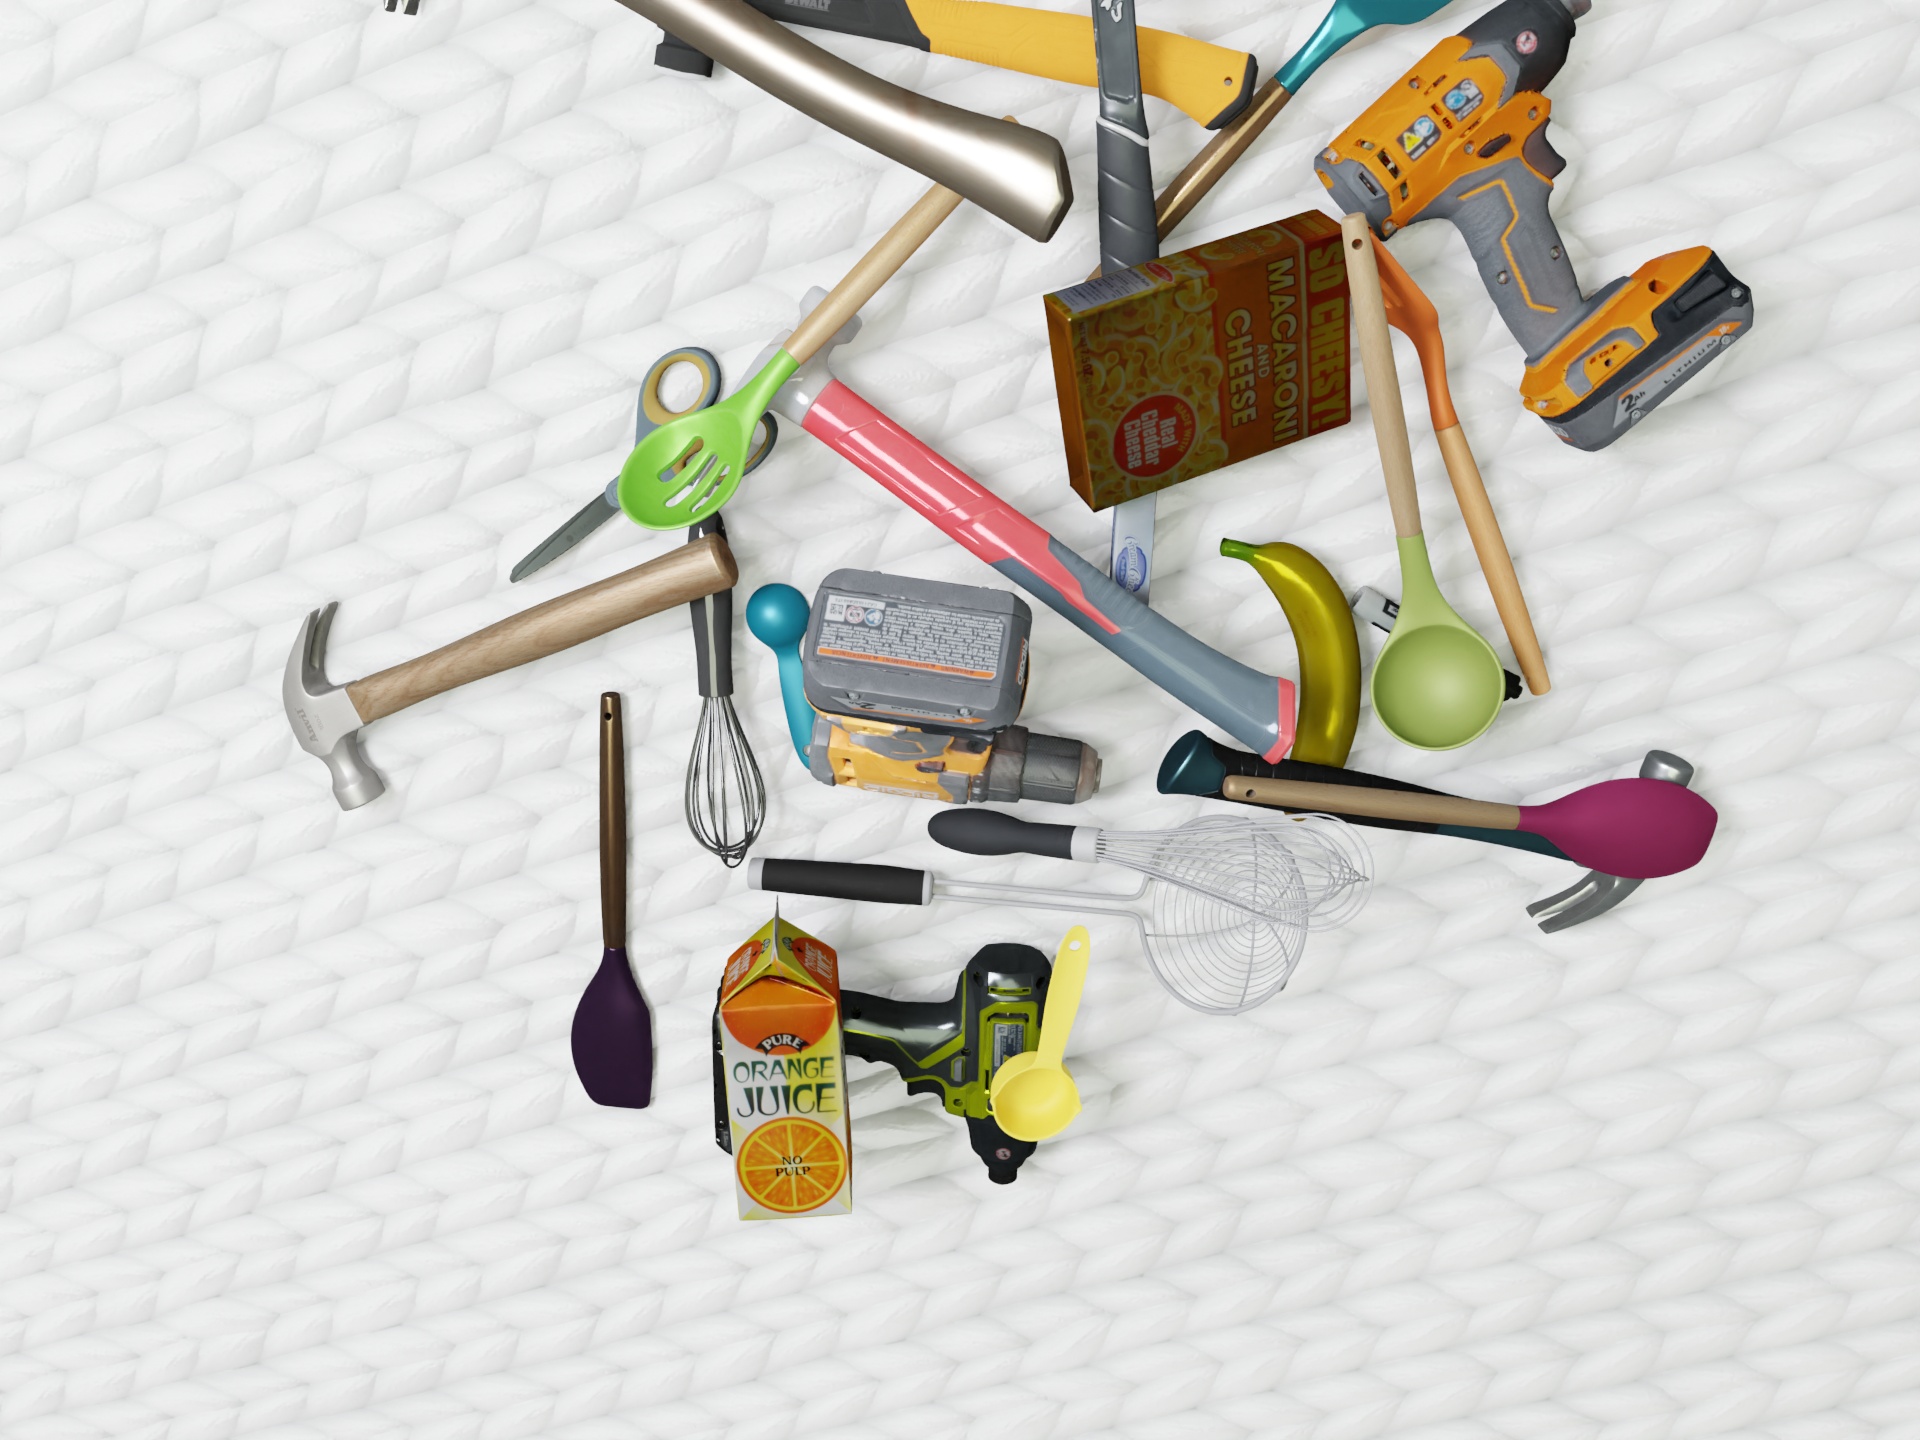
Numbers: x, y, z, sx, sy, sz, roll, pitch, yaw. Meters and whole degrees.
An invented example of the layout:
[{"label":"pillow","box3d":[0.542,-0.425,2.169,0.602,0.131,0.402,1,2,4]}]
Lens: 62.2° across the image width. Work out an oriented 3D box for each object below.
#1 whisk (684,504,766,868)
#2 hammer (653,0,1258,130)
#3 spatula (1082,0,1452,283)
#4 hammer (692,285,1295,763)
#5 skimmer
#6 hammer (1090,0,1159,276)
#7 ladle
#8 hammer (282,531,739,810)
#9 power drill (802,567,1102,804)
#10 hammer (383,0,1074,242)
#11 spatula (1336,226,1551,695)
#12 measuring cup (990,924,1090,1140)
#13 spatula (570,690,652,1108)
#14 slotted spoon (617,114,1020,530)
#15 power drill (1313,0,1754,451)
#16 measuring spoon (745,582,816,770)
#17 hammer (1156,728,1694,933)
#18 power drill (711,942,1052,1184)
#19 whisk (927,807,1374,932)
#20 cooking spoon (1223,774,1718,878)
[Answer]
[{"label":"whisk","box3d":[-0.155,-0.020,1.025,0.055,0.055,0.239,0,104,5]},{"label":"hammer","box3d":[-0.001,-0.391,0.877,0.337,0.034,0.127,14,110,5]},{"label":"spatula","box3d":[0.165,-0.338,0.904,0.082,0.044,0.317,42,111,-9]},{"label":"hammer","box3d":[0.026,-0.087,0.934,0.386,0.038,0.143,37,96,5]},{"label":"skimmer","box3d":[0.036,0.114,1.027,0.363,0.090,0.127,4,86,5]},{"label":"hammer","box3d":[0.079,-0.334,0.845,0.149,0.036,0.408,0,126,13]},{"label":"ladle","box3d":[0.252,-0.126,0.903,0.078,0.062,0.320,-10,117,16]},{"label":"hammer","box3d":[-0.292,-0.050,1.014,0.331,0.031,0.130,-19,105,17]},{"label":"power drill","box3d":[-0.001,-0.003,0.937,0.185,0.226,0.084,9,71,2]},{"label":"hammer","box3d":[-0.127,-0.365,0.866,0.410,0.038,0.146,31,114,4]},{"label":"spatula","box3d":[0.288,-0.149,0.943,0.041,0.081,0.322,-30,110,-9]},{"label":"measuring cup","box3d":[0.058,0.197,1.025,0.062,0.029,0.156,9,107,-11]},{"label":"spatula","box3d":[-0.240,0.131,1.093,0.060,0.018,0.315,5,110,4]},{"label":"slotted spoon","box3d":[-0.077,-0.226,0.911,0.314,0.031,0.070,-45,68,5]},{"label":"power drill","box3d":[0.329,-0.281,0.880,0.164,0.084,0.226,-42,97,14]},{"label":"measuring spoon","box3d":[-0.110,-0.025,1.028,0.042,0.021,0.128,-10,106,8]},{"label":"hammer","box3d":[0.285,0.054,0.992,0.331,0.033,0.128,11,111,-10]},{"label":"power drill","box3d":[-0.052,0.238,1.085,0.223,0.080,0.171,2,108,1]},{"label":"whisk","box3d":[0.109,0.079,0.976,0.285,0.070,0.070,6,110,24]},{"label":"cooking spoon","box3d":[0.313,0.057,0.968,0.319,0.017,0.068,6,112,-9]}]
